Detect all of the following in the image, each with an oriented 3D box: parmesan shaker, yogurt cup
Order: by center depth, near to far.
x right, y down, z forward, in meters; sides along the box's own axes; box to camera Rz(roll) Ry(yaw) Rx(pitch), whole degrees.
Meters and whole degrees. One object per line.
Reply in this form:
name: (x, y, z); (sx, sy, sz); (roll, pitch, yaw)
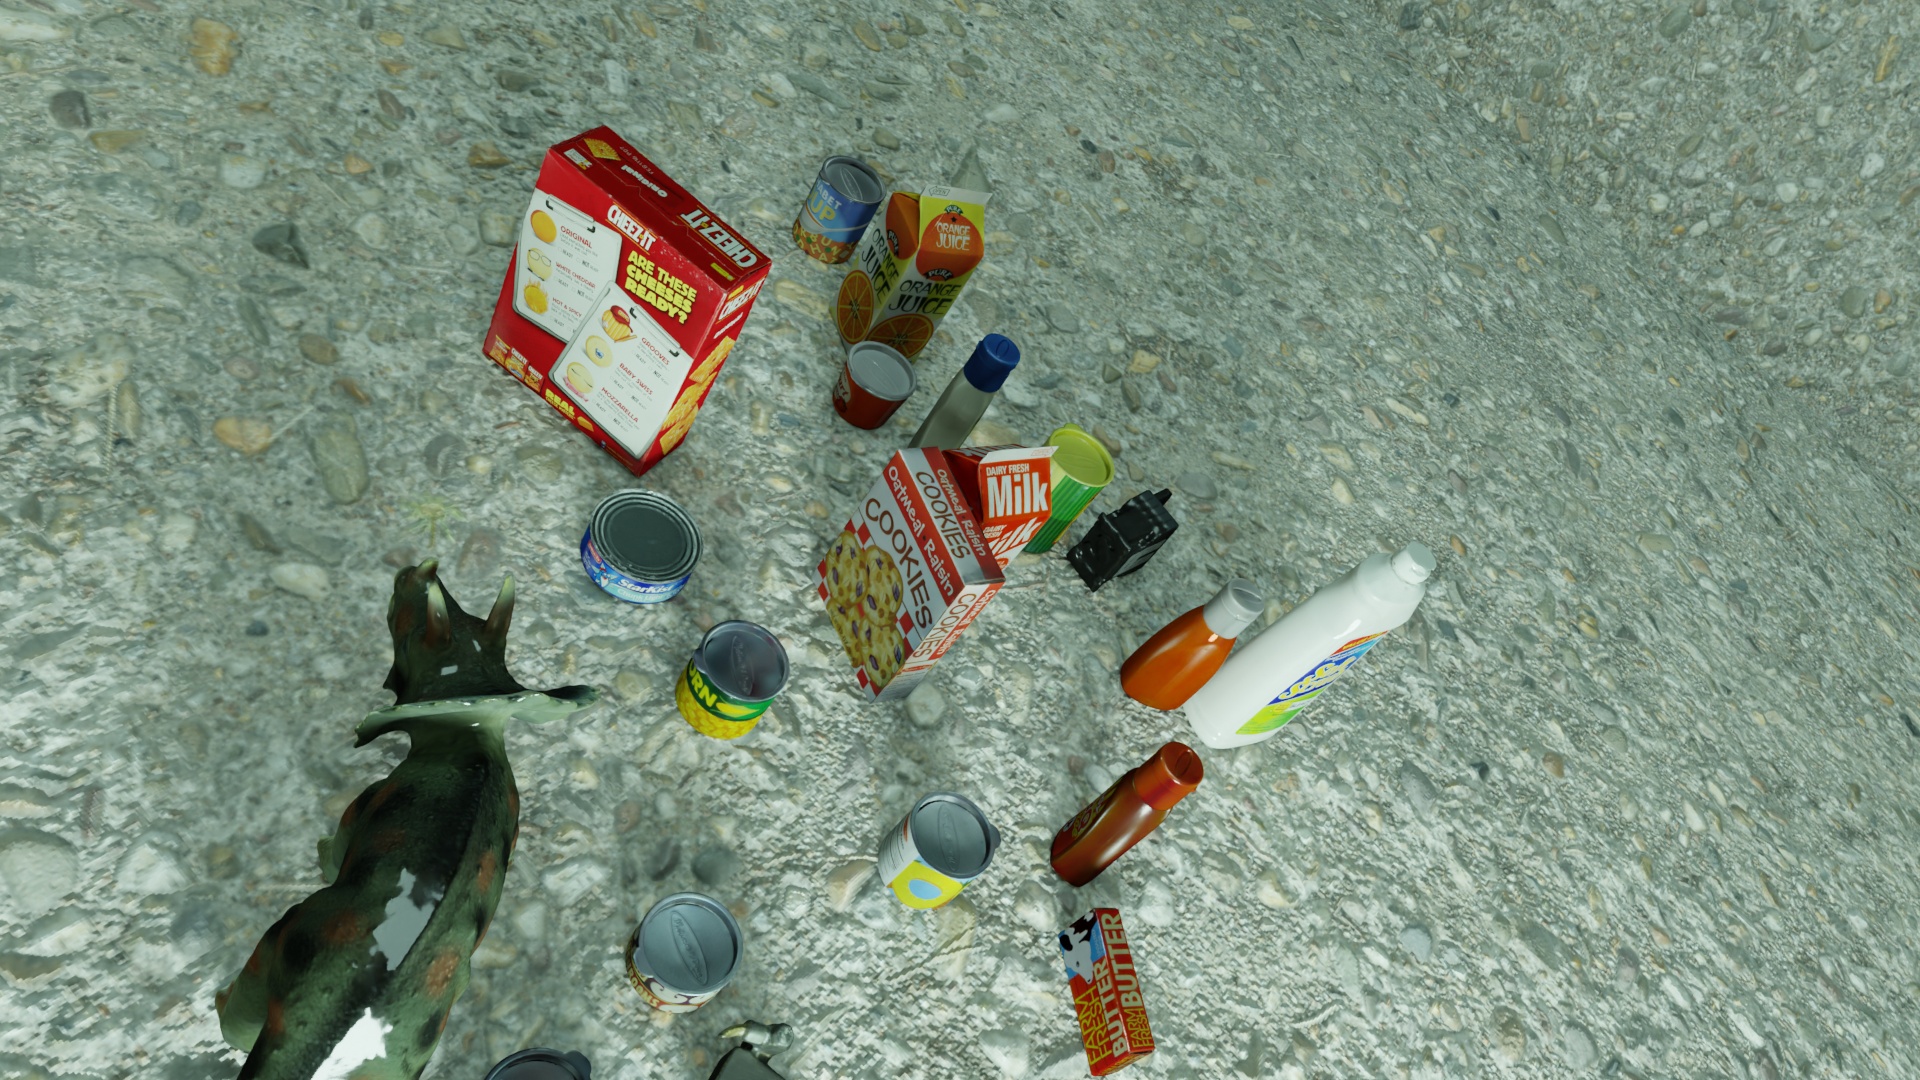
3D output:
parmesan shaker: (0.082, -0.046, 1.239); (0.071, 0.102, 0.072); (18, 46, -20)
yogurt cup: (-0.080, -0.137, 1.245); (0.072, 0.053, 0.073); (18, 46, -20)

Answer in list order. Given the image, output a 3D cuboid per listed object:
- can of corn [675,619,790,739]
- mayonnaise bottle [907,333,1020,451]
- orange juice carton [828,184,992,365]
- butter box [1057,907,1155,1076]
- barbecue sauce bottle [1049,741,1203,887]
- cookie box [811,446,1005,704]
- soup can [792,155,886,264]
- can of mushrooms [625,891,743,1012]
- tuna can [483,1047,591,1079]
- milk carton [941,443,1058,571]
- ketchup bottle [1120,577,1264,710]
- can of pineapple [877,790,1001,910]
can of corn: (-0.164, 0.099, 0.983); (0.071, 0.058, 0.071); (18, 46, -20)
mayonnaise bottle: (0.002, -0.118, 1.215); (0.041, 0.147, 0.065); (32, 43, -7)
orange juice carton: (-0.043, -0.249, 1.264); (0.072, 0.191, 0.073); (-1, 55, -34)
butter box: (0.102, 0.317, 0.976); (0.024, 0.053, 0.104); (8, 50, -28)
barbecue sauce bottle: (0.123, 0.199, 1.022); (0.043, 0.147, 0.065); (40, 43, 2)
cookie box: (-0.042, 0.027, 1.045); (0.040, 0.166, 0.123); (-6, 58, -37)
soup can: (-0.122, -0.322, 1.355); (0.071, 0.083, 0.072); (18, 46, -20)
can of mushrooms: (-0.174, 0.256, 0.860); (0.071, 0.033, 0.071); (18, 46, -20)
tuna can: (-0.236, 0.316, 0.767); (0.071, 0.032, 0.071); (18, 46, -20)
milk carton: (0.004, -0.014, 1.095); (0.072, 0.189, 0.073); (-8, 59, -38)
ketchup bottle: (0.198, 0.087, 1.167); (0.065, 0.148, 0.044); (20, 45, -18)
can of pineapple: (-0.016, 0.220, 0.978); (0.071, 0.057, 0.071); (18, 46, -20)
